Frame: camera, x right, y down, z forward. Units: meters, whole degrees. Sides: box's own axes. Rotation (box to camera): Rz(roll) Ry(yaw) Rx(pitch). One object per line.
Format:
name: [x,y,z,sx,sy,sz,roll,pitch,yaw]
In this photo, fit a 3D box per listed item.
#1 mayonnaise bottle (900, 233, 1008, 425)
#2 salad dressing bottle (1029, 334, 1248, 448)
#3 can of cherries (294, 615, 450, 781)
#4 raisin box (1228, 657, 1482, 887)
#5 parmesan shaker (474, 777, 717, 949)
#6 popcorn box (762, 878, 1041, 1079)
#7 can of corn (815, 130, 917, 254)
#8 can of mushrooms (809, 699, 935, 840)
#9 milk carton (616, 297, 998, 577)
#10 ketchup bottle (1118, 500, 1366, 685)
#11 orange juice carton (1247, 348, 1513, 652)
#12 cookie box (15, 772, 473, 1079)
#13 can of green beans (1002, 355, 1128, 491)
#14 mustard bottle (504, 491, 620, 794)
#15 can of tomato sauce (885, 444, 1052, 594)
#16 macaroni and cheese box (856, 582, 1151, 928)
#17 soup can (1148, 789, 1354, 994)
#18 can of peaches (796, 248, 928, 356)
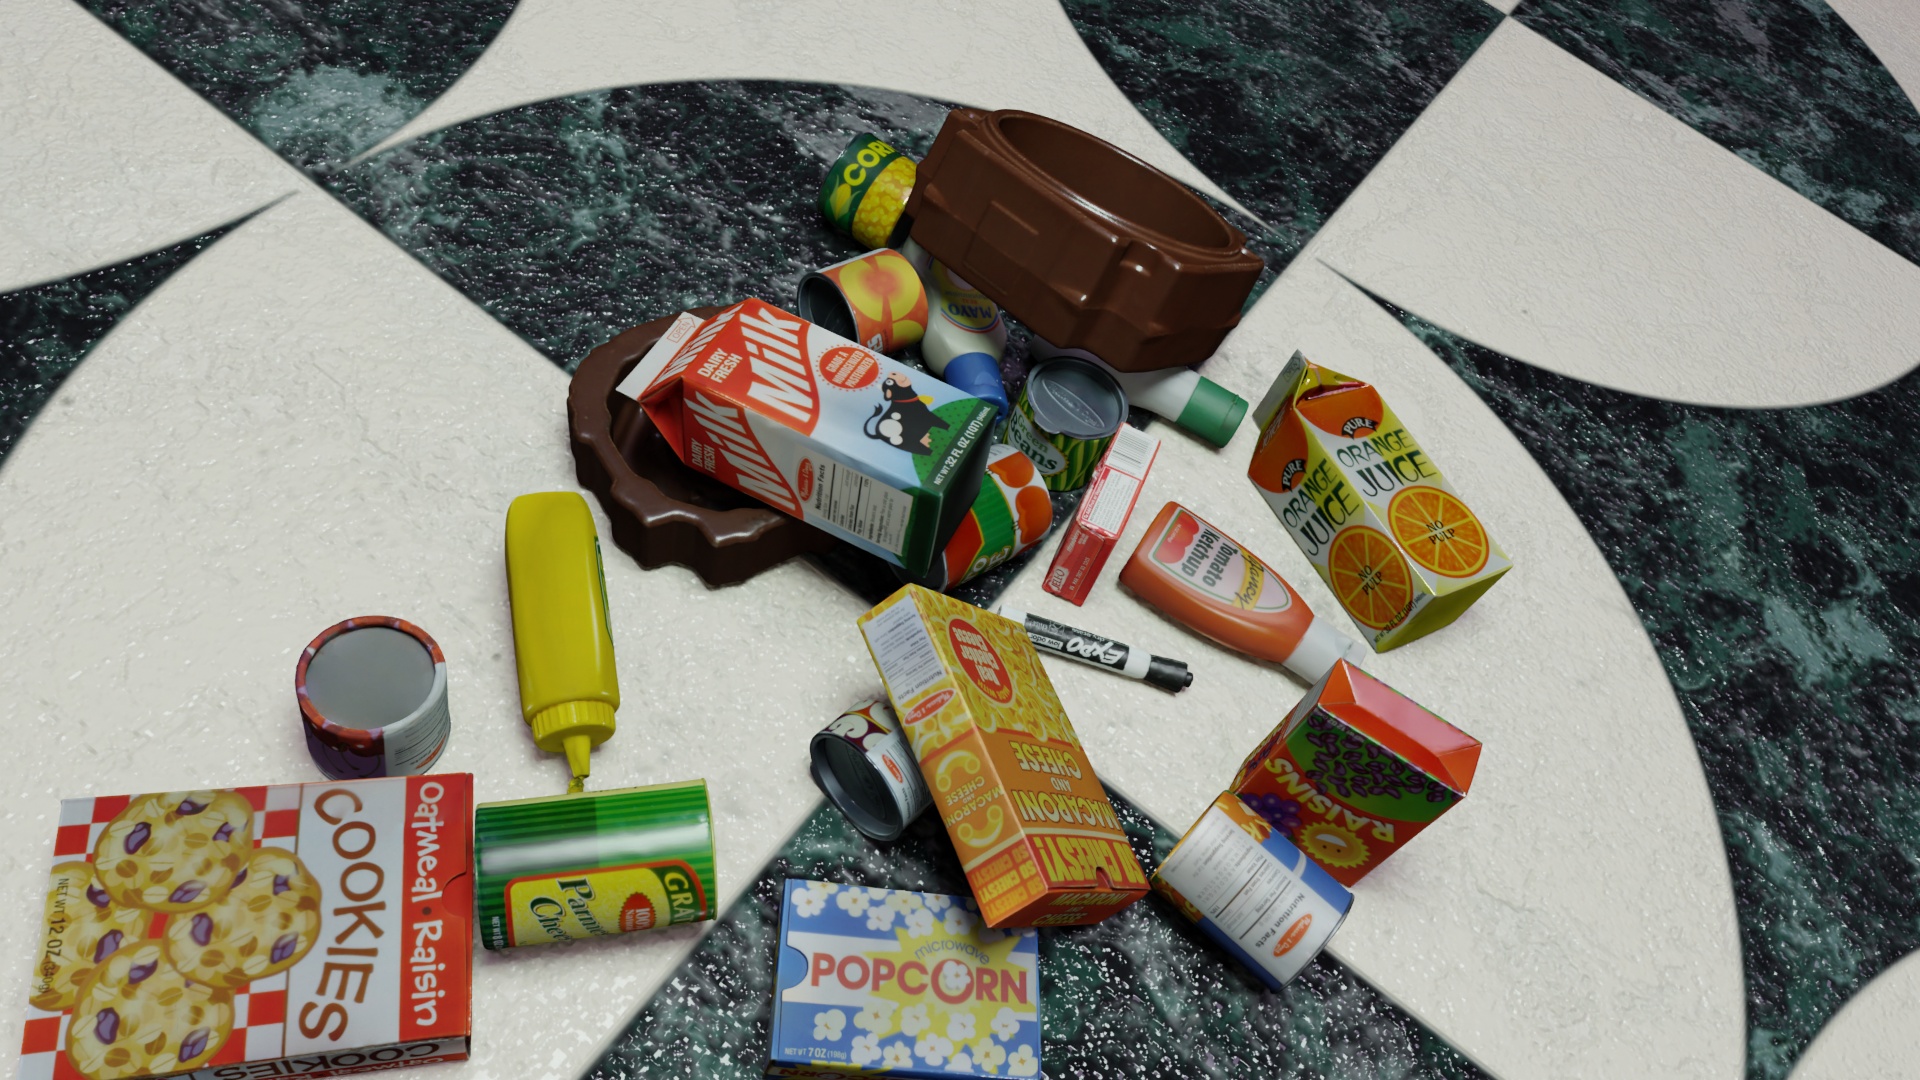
mayonnaise bottle: [0.001,-0.141,0.915,0.065,0.041,0.149,2,55,-22]
salad dressing bottle: [0.120,-0.112,0.933,0.148,0.043,0.064,29,41,2]
can of cherries: [-0.282,0.076,0.662,0.071,0.058,0.072,9,54,-12]
raisin box: [0.205,0.127,0.740,0.086,0.122,0.040,32,52,6]
parmesan shaker: [-0.168,0.150,0.642,0.103,0.071,0.071,-4,57,-16]
popcorn box: [-0.026,0.213,0.660,0.127,0.038,0.085,9,55,-12]
can of corn: [-0.055,-0.236,0.947,0.058,0.070,0.071,36,53,8]
can of mushrooms: [-0.044,0.116,0.707,0.071,0.070,0.033,44,55,14]
milk carton: [-0.083,-0.064,0.740,0.191,0.073,0.073,24,53,9]
ketchup bottle: [0.172,0.039,0.842,0.149,0.043,0.065,34,53,6]
orange juice carton: [0.257,-0.031,0.901,0.073,0.071,0.193,-18,63,-28]
cookie box: [-0.300,0.169,0.603,0.168,0.040,0.123,-1,56,-18]
can of green beans: [0.065,-0.073,0.878,0.071,0.057,0.071,9,54,-12]
mustard bottle: [-0.200,0.055,0.704,0.049,0.065,0.161,-8,64,-16]
can of tomato sauce: [0.003,-0.010,0.810,0.083,0.070,0.071,-27,67,-32]
macaroni and cheese box: [0.024,0.110,0.704,0.123,0.040,0.167,23,36,-57]
soup can: [0.150,0.181,0.723,0.084,0.071,0.072,40,54,13]
can of peaches: [-0.061,-0.145,0.885,0.058,0.071,0.071,-28,68,-32]
